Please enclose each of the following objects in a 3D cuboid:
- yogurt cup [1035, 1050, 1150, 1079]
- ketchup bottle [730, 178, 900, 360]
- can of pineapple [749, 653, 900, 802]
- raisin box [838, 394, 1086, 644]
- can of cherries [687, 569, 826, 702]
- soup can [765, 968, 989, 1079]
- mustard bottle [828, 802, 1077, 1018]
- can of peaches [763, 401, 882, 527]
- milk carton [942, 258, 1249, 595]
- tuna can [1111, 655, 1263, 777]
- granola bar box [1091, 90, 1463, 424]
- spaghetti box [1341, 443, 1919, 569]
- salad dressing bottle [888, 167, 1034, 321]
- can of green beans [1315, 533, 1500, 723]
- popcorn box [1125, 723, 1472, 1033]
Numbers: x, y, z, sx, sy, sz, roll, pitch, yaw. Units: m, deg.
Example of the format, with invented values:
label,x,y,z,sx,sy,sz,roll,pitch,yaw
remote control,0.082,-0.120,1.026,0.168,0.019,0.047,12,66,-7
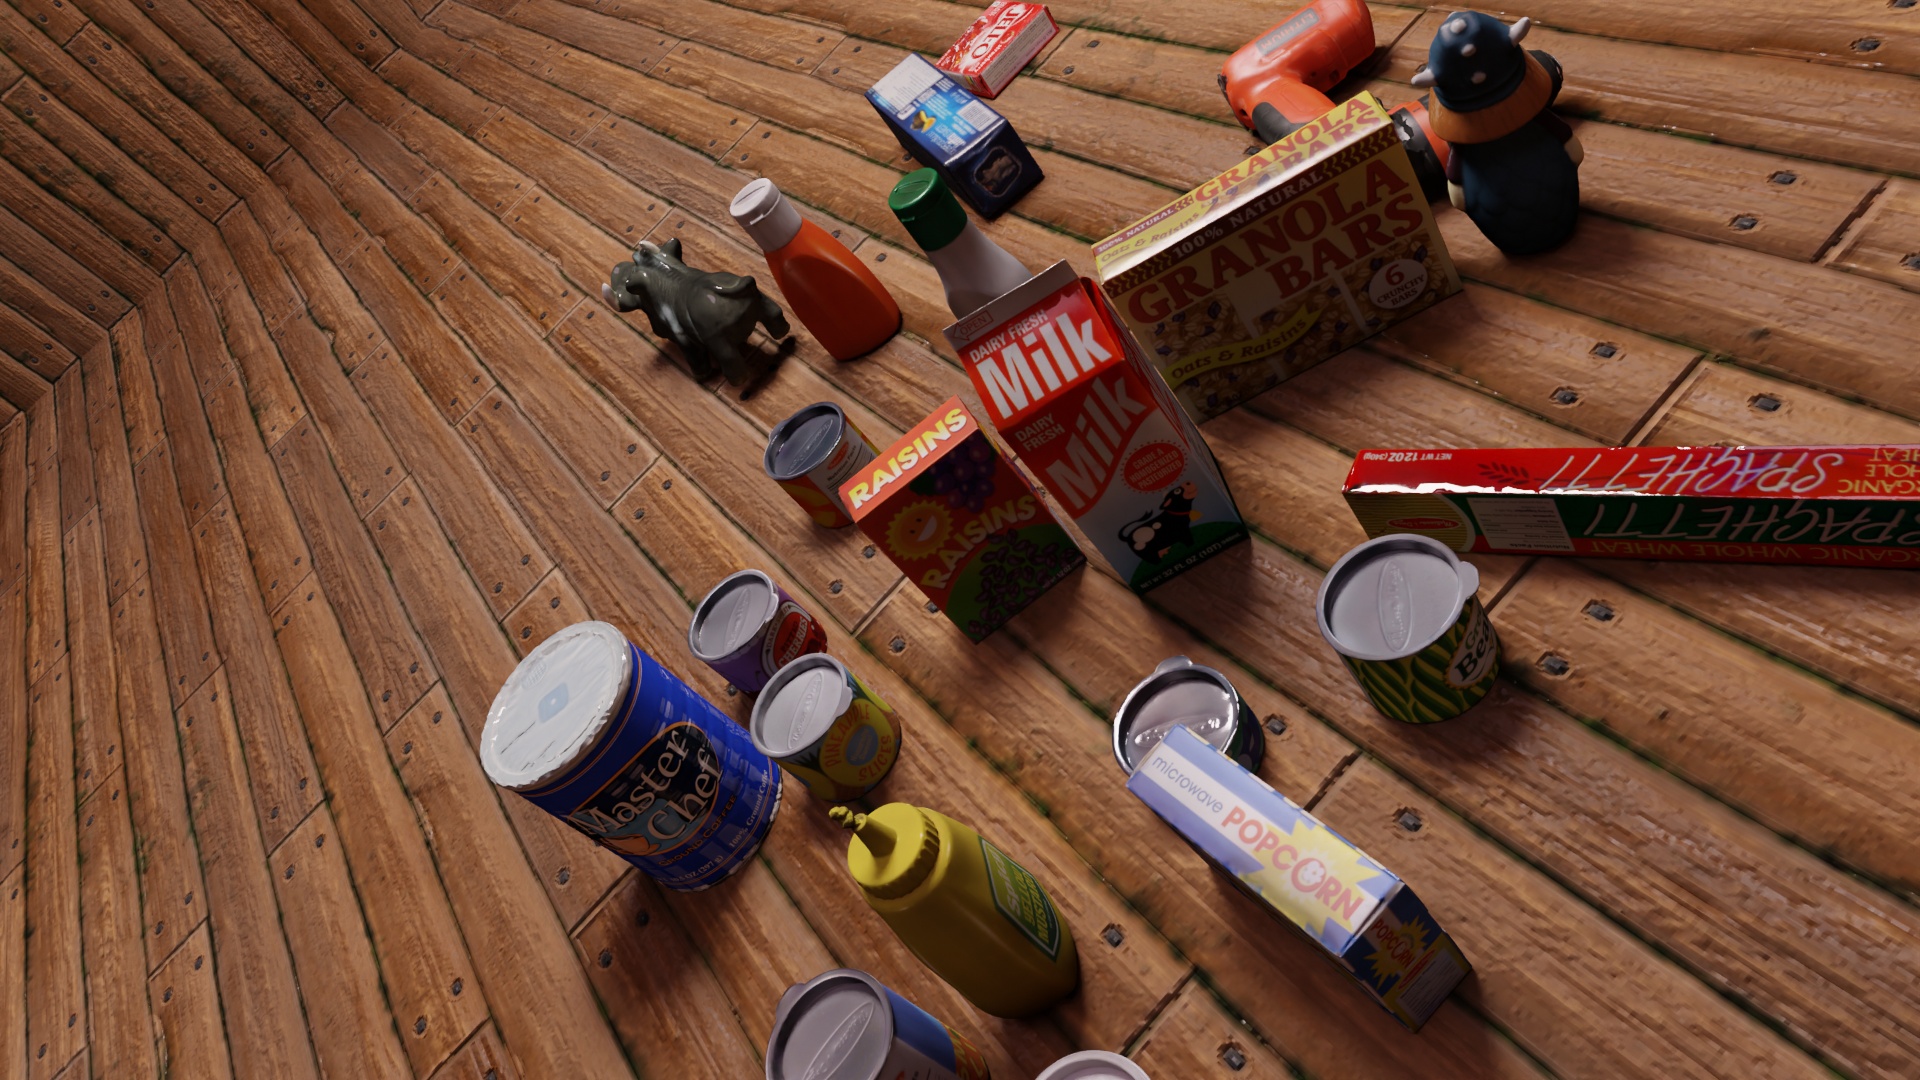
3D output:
label,x,y,z,sx,sy,sz,roll,pitch,yaw
yogurt cup,0.061,0.246,0.554,0.072,0.053,0.073,-22,44,23
ketchup bottle,-0.108,-0.197,1.013,0.064,0.148,0.044,-26,42,19
can of pineapple,-0.074,0.107,0.784,0.071,0.057,0.071,-22,44,23
raisin box,0.003,-0.010,0.775,0.086,0.123,0.040,-38,40,6
can of cherries,-0.124,0.061,0.865,0.071,0.058,0.072,-22,44,23
soup can,-0.037,0.236,0.618,0.071,0.083,0.072,-22,44,23
mustard bottle,-0.005,0.154,0.606,0.049,0.160,0.065,-32,41,13
can of peaches,-0.091,-0.051,0.939,0.071,0.058,0.071,-22,44,23
milk carton,0.070,-0.062,0.715,0.072,0.190,0.074,-29,41,16
tuna can,0.109,0.093,0.667,0.071,0.032,0.071,-22,44,23
granola bar box,0.173,-0.150,0.761,0.165,0.124,0.039,-27,42,18
spaghetti box,0.293,-0.016,0.602,0.250,0.050,0.029,2,57,40
salad dressing bottle,0.009,-0.175,0.899,0.064,0.147,0.044,0,56,40
can of green beans,0.201,0.040,0.621,0.071,0.057,0.071,-22,44,23
popcorn box,0.135,0.135,0.568,0.038,0.085,0.127,-48,40,-6
